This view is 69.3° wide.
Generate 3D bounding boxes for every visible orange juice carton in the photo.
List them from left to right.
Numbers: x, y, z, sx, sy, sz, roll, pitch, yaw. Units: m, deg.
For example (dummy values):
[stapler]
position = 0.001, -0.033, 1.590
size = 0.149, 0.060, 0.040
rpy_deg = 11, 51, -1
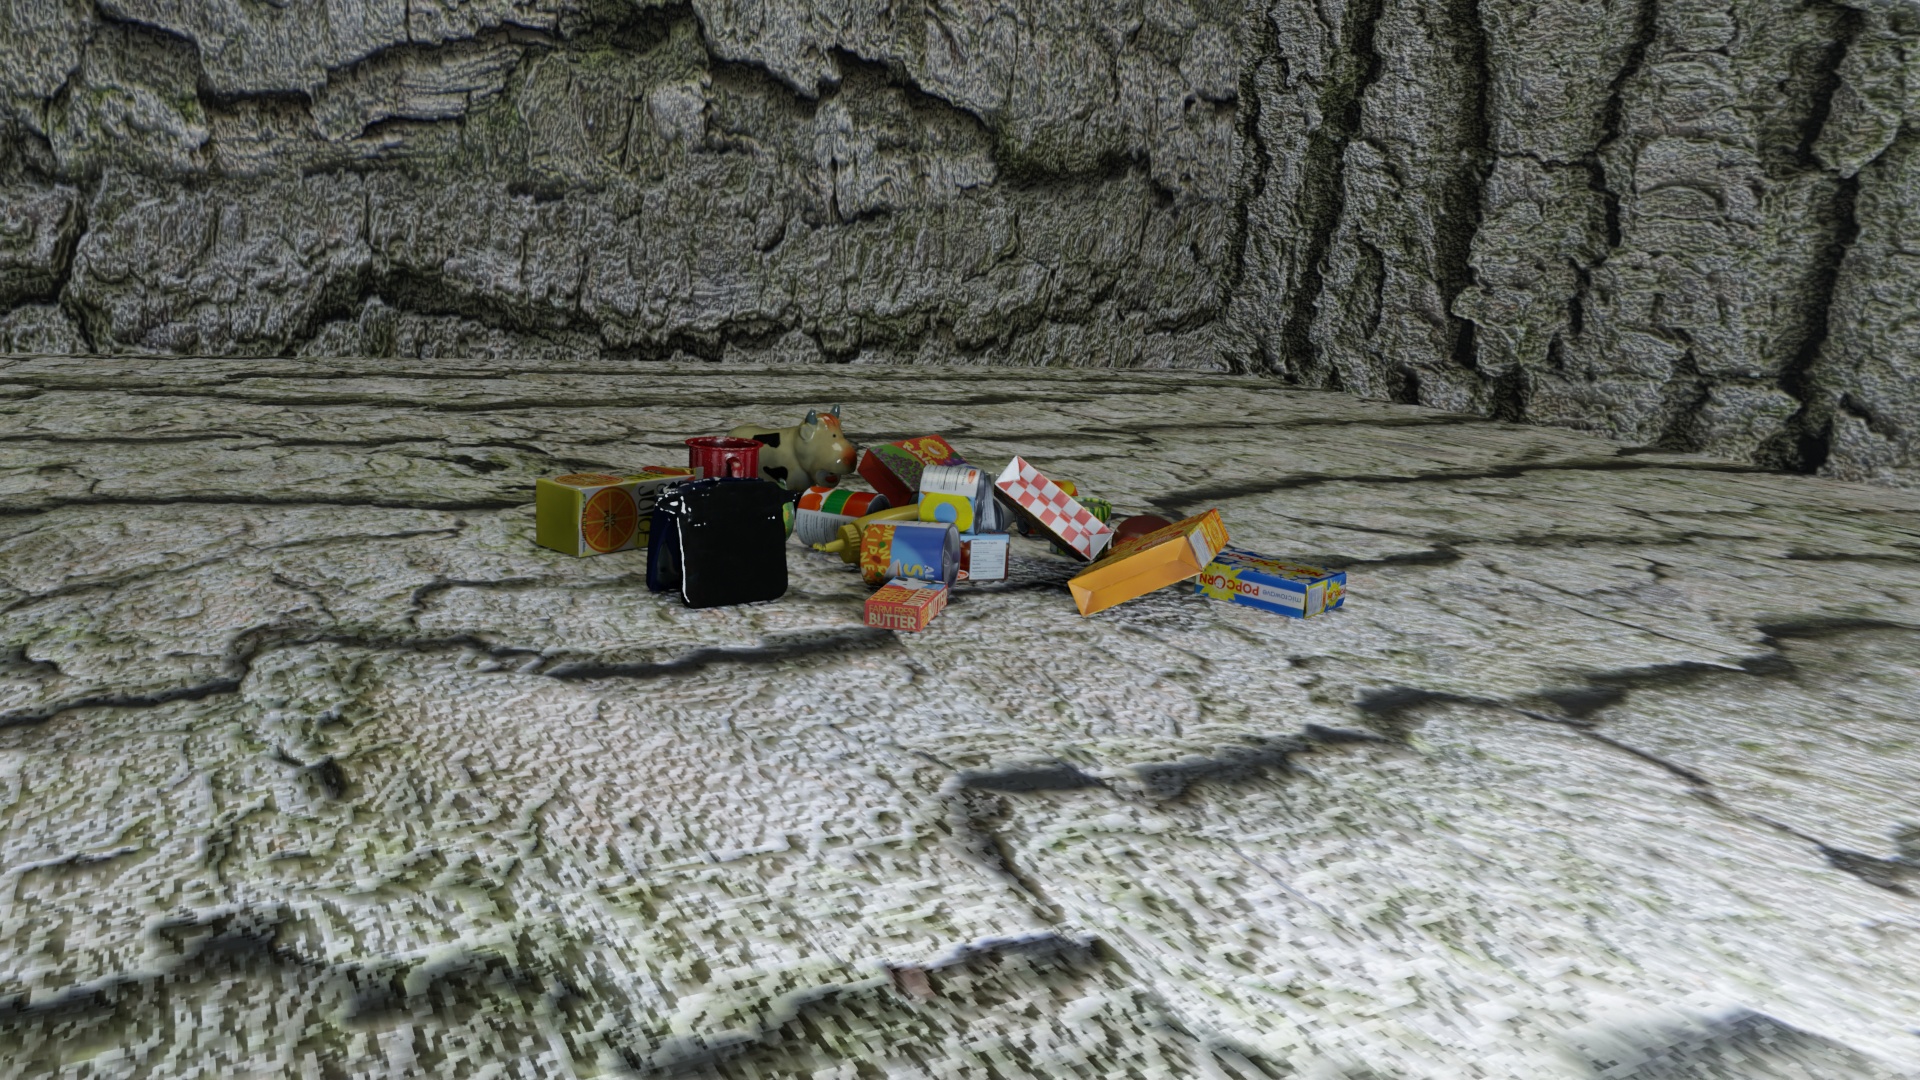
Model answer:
[orange juice carton]
position = -0.347, -0.036, 1.472
size = 0.073, 0.071, 0.193
rpy_deg = 13, 16, 37

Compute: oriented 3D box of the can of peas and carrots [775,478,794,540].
[can of peas and carrots]
position = -0.218, -0.030, 1.489
size = 0.059, 0.070, 0.071
rpy_deg = -5, 15, -34

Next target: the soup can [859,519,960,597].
[soup can]
position = -0.048, 0.017, 1.340
size = 0.084, 0.071, 0.071
rpy_deg = 3, 11, 14

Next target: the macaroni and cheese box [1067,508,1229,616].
[macaroni and cheese box]
position = 0.185, 0.020, 1.342
size = 0.123, 0.040, 0.167
rpy_deg = -22, 2, 22

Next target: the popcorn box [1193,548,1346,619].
[popcorn box]
position = 0.310, 0.042, 1.393
size = 0.127, 0.038, 0.085
rpy_deg = 14, 17, 39

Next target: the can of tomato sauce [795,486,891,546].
[can of tomato sauce]
position = -0.124, -0.022, 1.489
size = 0.083, 0.071, 0.071
rpy_deg = 8, 13, 23

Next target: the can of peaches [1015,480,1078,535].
[can of peaches]
position = 0.102, -0.040, 1.632
size = 0.058, 0.071, 0.071
rpy_deg = 1, 12, -16

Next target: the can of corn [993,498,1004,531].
[can of corn]
position = 0.005, -0.019, 1.525
size = 0.071, 0.071, 0.058
rpy_deg = -7, 15, -41

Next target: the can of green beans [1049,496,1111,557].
[can of green beans]
position = 0.135, -0.016, 1.557
size = 0.071, 0.057, 0.071
rpy_deg = 4, 12, -1

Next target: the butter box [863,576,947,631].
[butter box]
position = -0.049, 0.057, 1.251
size = 0.053, 0.024, 0.104
rpy_deg = 6, 12, 11

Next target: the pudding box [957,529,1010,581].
[pudding box]
position = 0.006, 0.015, 1.399
size = 0.084, 0.049, 0.030
rpy_deg = -1, 11, -22

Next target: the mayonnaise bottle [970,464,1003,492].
[mayonnaise bottle]
position = 0.022, -0.067, 1.757
size = 0.041, 0.064, 0.148
rpy_deg = -1, 9, -16

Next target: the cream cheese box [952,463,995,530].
[cream cheese box]
position = 0.015, -0.025, 1.453
size = 0.024, 0.103, 0.053
rpy_deg = -14, 18, -23

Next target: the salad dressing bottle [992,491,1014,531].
[salad dressing bottle]
position = -0.006, -0.027, 1.604
size = 0.148, 0.043, 0.064
rpy_deg = -8, 27, -40

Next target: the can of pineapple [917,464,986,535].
[can of pineapple]
position = -0.008, -0.039, 1.372
size = 0.058, 0.070, 0.071
rpy_deg = 6, 12, 8

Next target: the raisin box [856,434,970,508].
[raisin box]
position = -0.047, -0.078, 1.634
size = 0.124, 0.040, 0.086
rpy_deg = -16, 51, -47

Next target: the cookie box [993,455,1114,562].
[cookie box]
position = 0.092, -0.029, 1.431
size = 0.123, 0.040, 0.167
rpy_deg = 38, -1, 2

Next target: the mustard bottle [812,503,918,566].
[mustard bottle]
position = -0.074, -0.001, 1.426
size = 0.161, 0.065, 0.049
rpy_deg = -9, 13, -24

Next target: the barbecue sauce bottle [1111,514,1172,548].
[barbecue sauce bottle]
position = 0.192, 0.006, 1.510
size = 0.065, 0.043, 0.149
rpy_deg = 7, 13, 16
